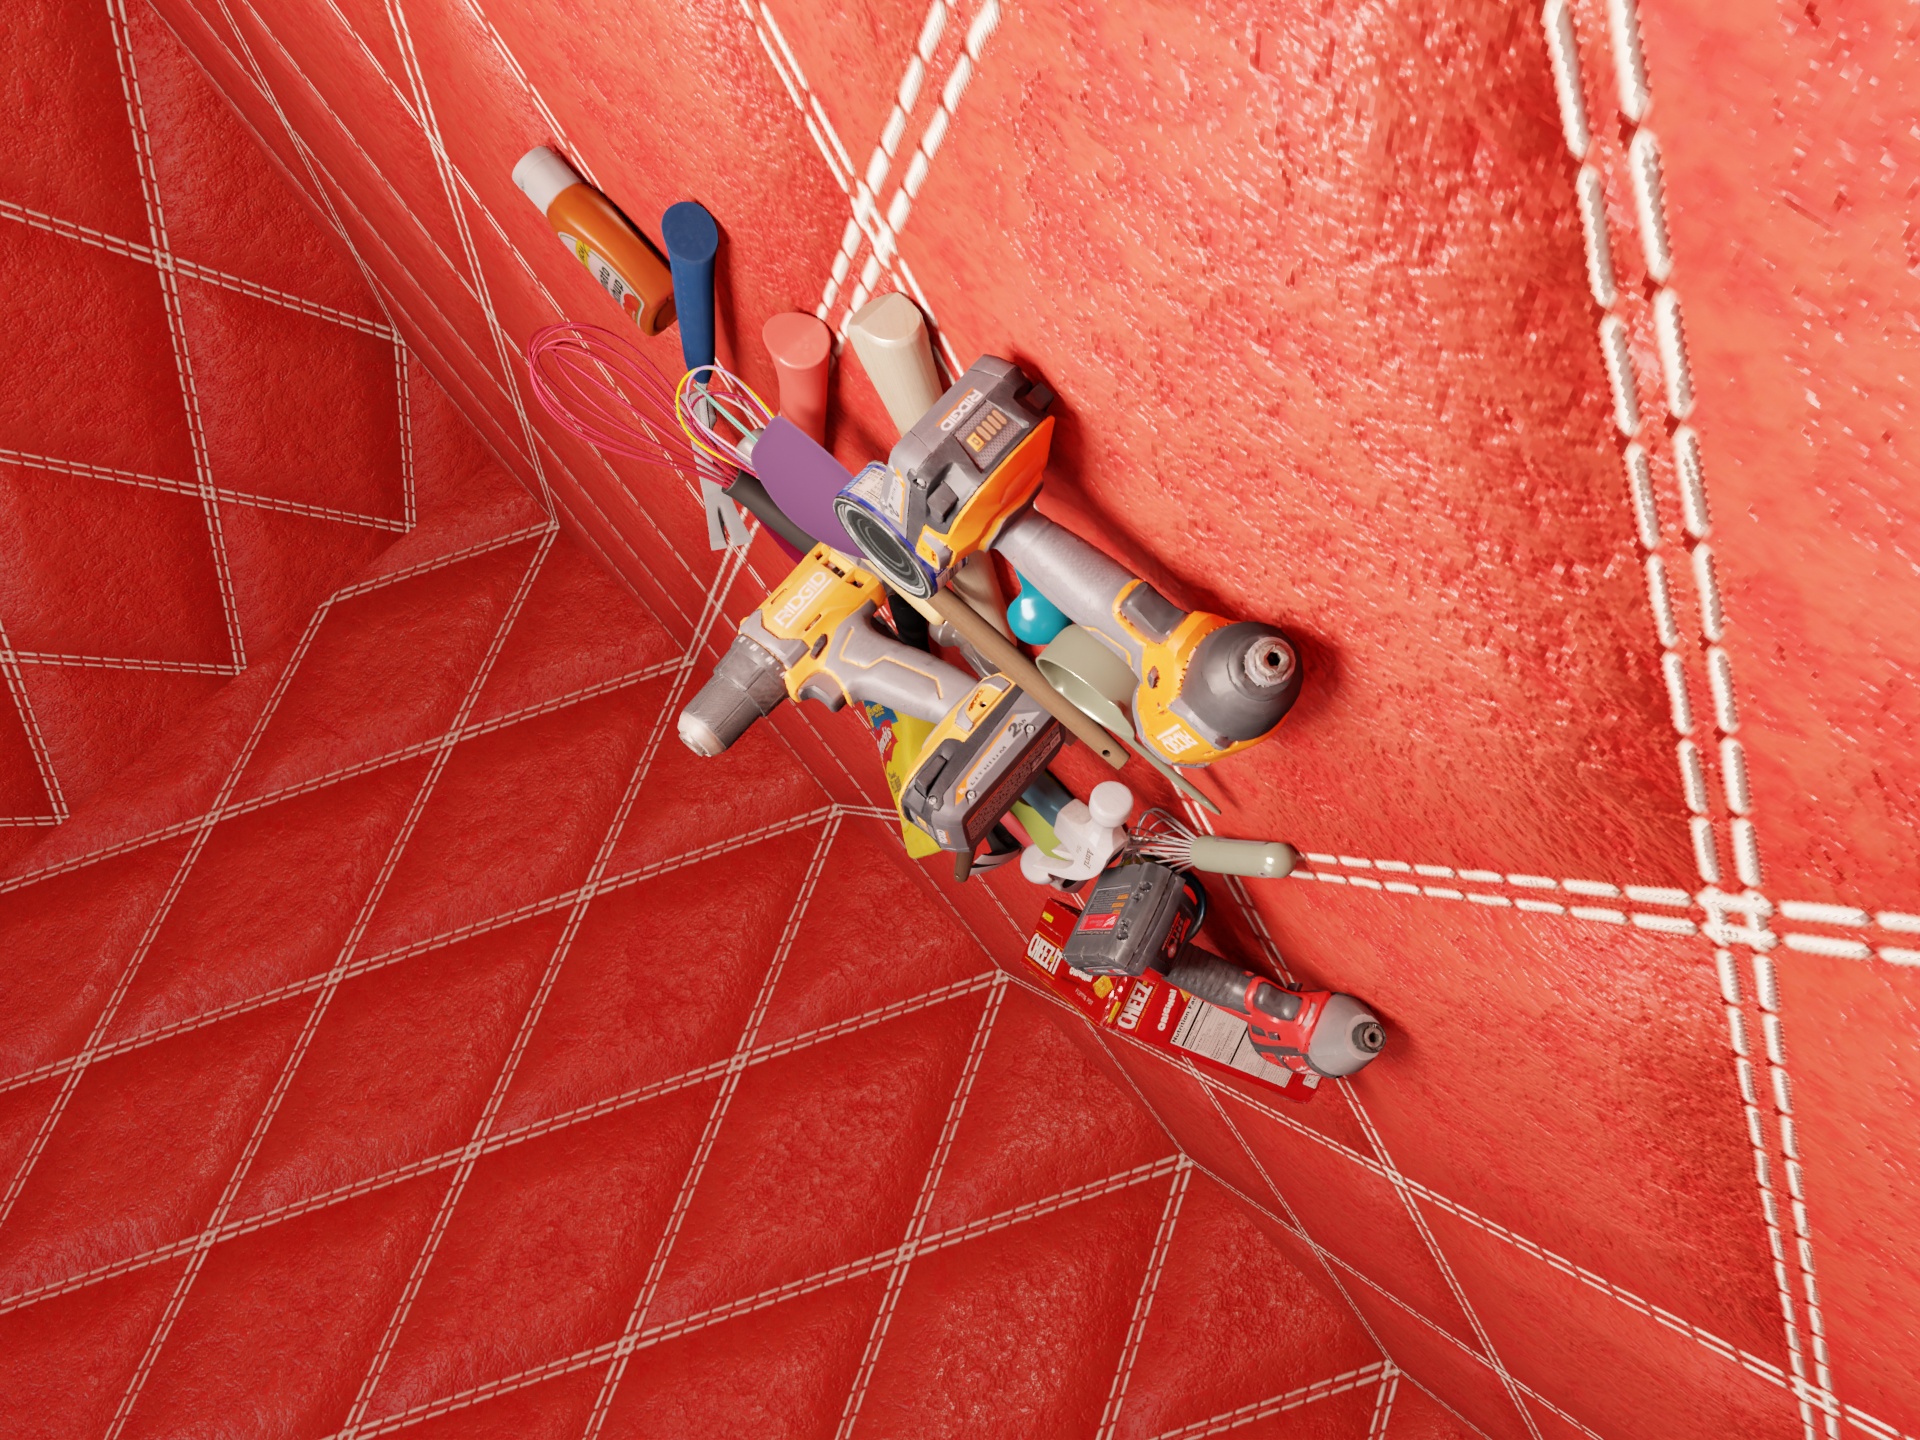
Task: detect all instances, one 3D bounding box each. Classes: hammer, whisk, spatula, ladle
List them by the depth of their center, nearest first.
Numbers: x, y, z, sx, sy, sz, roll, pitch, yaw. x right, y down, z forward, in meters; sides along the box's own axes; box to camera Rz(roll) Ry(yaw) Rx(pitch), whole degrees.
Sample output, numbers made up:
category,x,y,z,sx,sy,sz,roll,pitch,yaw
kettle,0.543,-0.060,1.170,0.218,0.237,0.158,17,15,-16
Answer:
category,x,y,z,sx,sy,sz,roll,pitch,yaw
hammer,0.007,-0.113,0.991,0.146,0.038,0.410,41,168,24
spatula,-0.013,-0.077,1.023,0.316,0.018,0.059,41,127,2
whisk,-0.099,-0.148,1.063,0.245,0.047,0.051,43,168,7
whisk,0.168,0.091,1.107,0.057,0.059,0.246,12,175,-16
whisk,-0.178,-0.181,1.125,0.295,0.073,0.073,33,177,-28
hammer,-0.106,-0.197,1.135,0.149,0.037,0.359,47,170,1
hammer,-0.188,-0.250,1.171,0.405,0.035,0.144,119,136,-76
hammer,-0.002,-0.004,1.188,0.331,0.033,0.128,43,151,24
hammer,-0.045,-0.079,1.341,0.146,0.035,0.334,44,169,14
ladle,0.005,0.016,1.368,0.320,0.062,0.078,40,164,17
hammer,-0.015,0.021,1.550,0.387,0.038,0.143,46,-171,23
hammer,-0.056,0.012,1.614,0.337,0.034,0.127,49,-149,12

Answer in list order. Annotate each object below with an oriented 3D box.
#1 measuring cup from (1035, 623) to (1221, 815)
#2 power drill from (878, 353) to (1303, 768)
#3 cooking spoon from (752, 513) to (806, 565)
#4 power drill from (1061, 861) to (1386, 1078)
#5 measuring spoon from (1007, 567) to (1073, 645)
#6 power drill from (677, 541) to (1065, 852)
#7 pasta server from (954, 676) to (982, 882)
category,x,y,z,sx,sy,sz,roll,pitch,yaw
measuring cup,0.117,-0.001,0.987,0.167,0.038,0.083,41,172,-25
power drill,0.070,-0.071,0.779,0.226,0.084,0.164,42,170,0
cooking spoon,-0.102,-0.106,1.519,0.319,0.017,0.069,47,-174,1
power drill,0.195,0.188,1.139,0.219,0.078,0.143,30,165,-10
measuring spoon,0.042,-0.084,0.952,0.128,0.042,0.021,71,-167,-54
power drill,-0.066,-0.005,1.082,0.226,0.185,0.084,37,165,20
pasta server,0.020,0.052,1.307,0.060,0.040,0.316,42,152,19
